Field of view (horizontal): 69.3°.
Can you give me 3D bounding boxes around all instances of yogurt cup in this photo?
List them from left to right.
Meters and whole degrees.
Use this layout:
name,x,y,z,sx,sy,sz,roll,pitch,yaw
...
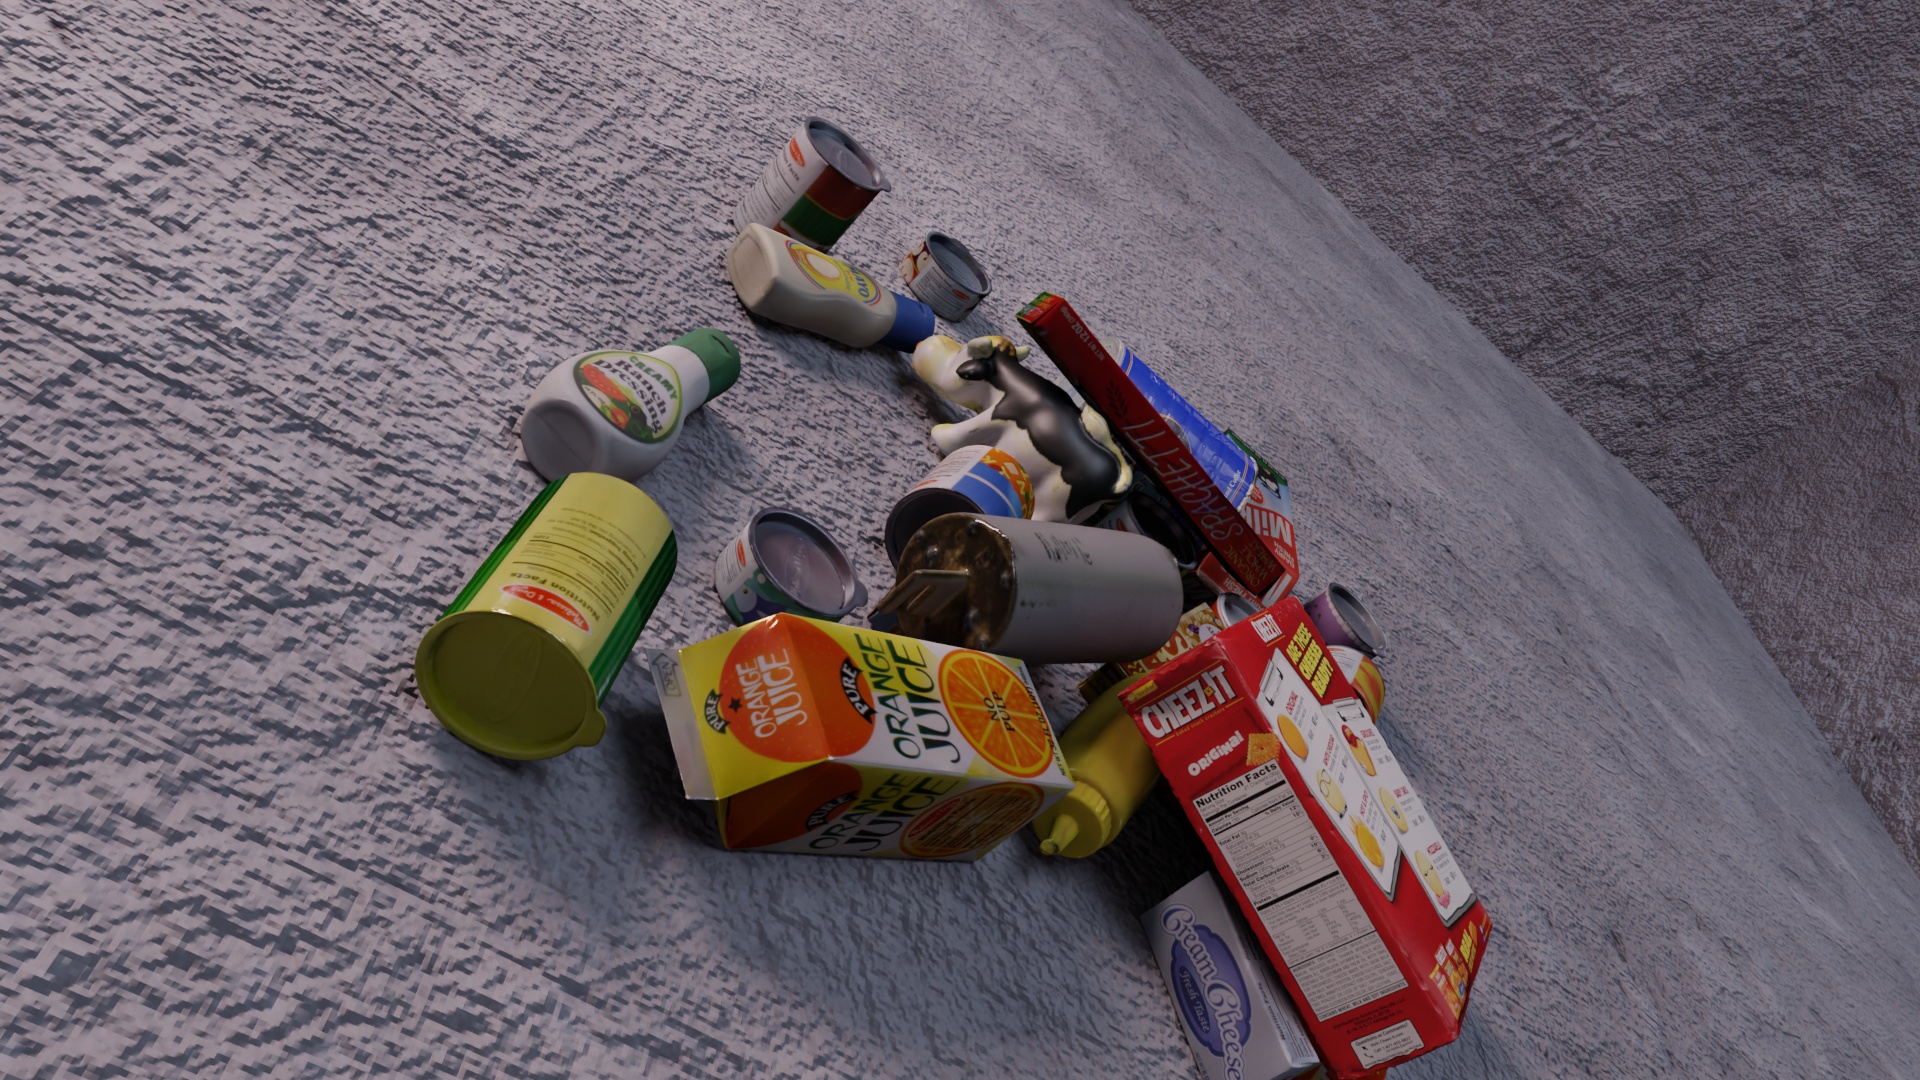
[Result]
name,x,y,z,sx,sy,sz,roll,pitch,yaw
yogurt cup,0.182,0.077,0.945,0.072,0.053,0.073,34,30,-23

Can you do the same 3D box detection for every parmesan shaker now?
name,x,y,z,sx,sy,sz,roll,pitch,yaw
parmesan shaker,-0.153,0.028,0.536,0.071,0.071,0.103,39,28,-14

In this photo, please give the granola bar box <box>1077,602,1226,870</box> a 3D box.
name,x,y,z,sx,sy,sz,roll,pitch,yaw
granola bar box,0.163,0.127,0.853,0.166,0.039,0.125,53,37,12

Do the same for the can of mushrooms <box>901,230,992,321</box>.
name,x,y,z,sx,sy,sz,roll,pitch,yaw
can of mushrooms,-0.011,-0.204,1.068,0.071,0.033,0.071,33,31,-23

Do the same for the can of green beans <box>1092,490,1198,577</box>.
name,x,y,z,sx,sy,sz,roll,pitch,yaw
can of green beans,0.117,0.010,0.939,0.071,0.057,0.071,34,30,-23

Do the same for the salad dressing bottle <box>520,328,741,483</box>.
name,x,y,z,sx,sy,sz,roll,pitch,yaw
salad dressing bottle,-0.156,-0.070,0.683,0.064,0.044,0.148,46,28,-4

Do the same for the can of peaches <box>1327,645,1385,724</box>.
name,x,y,z,sx,sy,sz,roll,pitch,yaw
can of peaches,0.269,0.118,1.001,0.071,0.071,0.058,49,28,4

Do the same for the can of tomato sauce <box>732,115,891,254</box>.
name,x,y,z,sx,sy,sz,roll,pitch,yaw
can of tomato sauce,-0.099,-0.226,0.922,0.071,0.082,0.071,34,30,-23

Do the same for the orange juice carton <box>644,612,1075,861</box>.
name,x,y,z,sx,sy,sz,roll,pitch,yaw
orange juice carton,-0.046,0.087,0.598,0.193,0.072,0.072,16,41,-44

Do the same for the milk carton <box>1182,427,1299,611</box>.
name,x,y,z,sx,sy,sz,roll,pitch,yaw
milk carton,0.204,-0.001,1.057,0.072,0.073,0.191,39,29,-15

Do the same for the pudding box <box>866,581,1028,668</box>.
name,x,y,z,sx,sy,sz,roll,pitch,yaw
pudding box,-0.005,0.053,0.745,0.083,0.030,0.050,44,27,-4

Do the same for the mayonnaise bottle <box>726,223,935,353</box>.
name,x,y,z,sx,sy,sz,roll,pitch,yaw
mayonnaise bottle,-0.080,-0.157,0.903,0.148,0.041,0.065,12,41,-46

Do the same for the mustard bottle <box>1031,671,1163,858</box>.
name,x,y,z,sx,sy,sz,roll,pitch,yaw
mustard bottle,0.072,0.124,0.726,0.049,0.065,0.161,52,33,-2

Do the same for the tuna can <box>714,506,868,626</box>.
name,x,y,z,sx,sy,sz,roll,pitch,yaw
tuna can,-0.082,0.020,0.678,0.071,0.032,0.071,34,31,-23

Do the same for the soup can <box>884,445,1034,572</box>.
name,x,y,z,sx,sy,sz,roll,pitch,yaw
soup can,0.003,-0.010,0.801,0.071,0.071,0.084,46,27,-2

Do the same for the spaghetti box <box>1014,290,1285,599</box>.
name,x,y,z,sx,sy,sz,roll,pitch,yaw
spaghetti box,0.127,-0.061,0.916,0.249,0.028,0.050,48,3,-18

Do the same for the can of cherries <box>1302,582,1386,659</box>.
name,x,y,z,sx,sy,sz,roll,pitch,yaw
can of cherries,0.291,0.078,1.090,0.071,0.058,0.072,35,29,-23

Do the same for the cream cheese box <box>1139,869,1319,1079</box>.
name,x,y,z,sx,sy,sz,roll,pitch,yaw
cream cheese box,0.131,0.221,0.688,0.024,0.053,0.104,18,39,-40

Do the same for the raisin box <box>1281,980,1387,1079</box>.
name,x,y,z,sx,sy,sz,roll,pitch,yaw
raisin box,0.194,0.248,0.757,0.086,0.040,0.124,51,27,6
